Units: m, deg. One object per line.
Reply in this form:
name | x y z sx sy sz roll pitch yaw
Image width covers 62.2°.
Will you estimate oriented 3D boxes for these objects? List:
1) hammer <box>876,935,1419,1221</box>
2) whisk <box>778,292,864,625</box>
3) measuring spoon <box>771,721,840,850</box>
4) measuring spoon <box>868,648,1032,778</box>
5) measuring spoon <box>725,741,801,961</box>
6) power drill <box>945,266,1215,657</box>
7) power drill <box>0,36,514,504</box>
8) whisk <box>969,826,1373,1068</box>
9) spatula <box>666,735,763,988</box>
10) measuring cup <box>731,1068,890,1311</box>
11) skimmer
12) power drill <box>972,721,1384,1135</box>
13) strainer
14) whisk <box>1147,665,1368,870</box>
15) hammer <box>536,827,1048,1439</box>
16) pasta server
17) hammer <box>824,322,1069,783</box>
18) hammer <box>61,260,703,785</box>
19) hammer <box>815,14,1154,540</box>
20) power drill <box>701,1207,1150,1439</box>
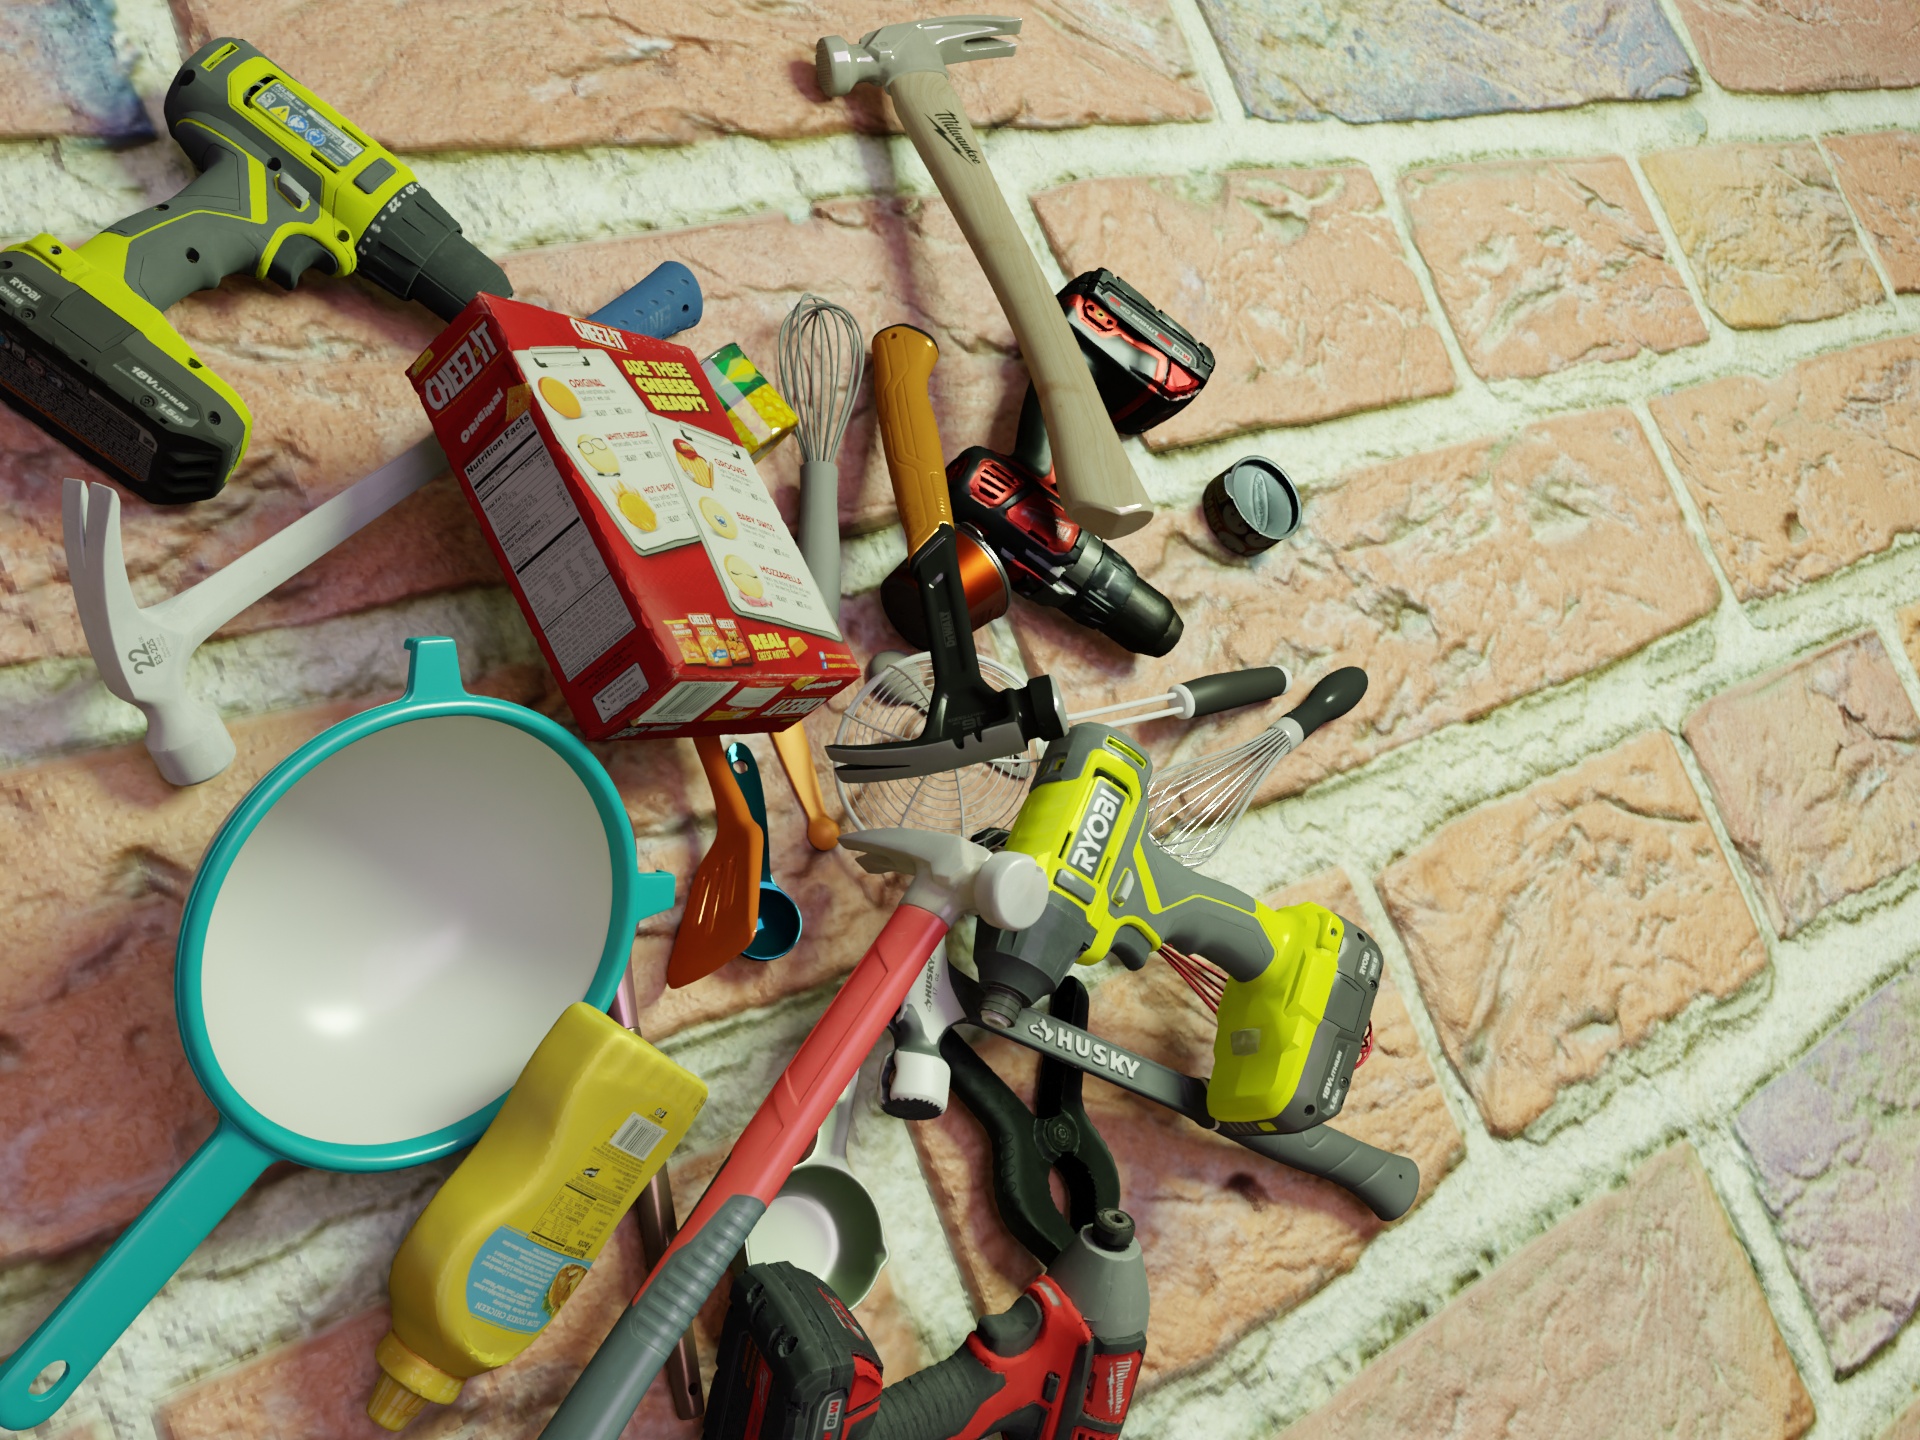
hammer | 0.126 0.211 0.921 0.408 0.036 0.149 28 50 -28
whisk | -0.085 -0.149 0.958 0.055 0.055 0.239 8 72 -29
measuring spoon | -0.092 0.018 0.905 0.021 0.011 0.117 -14 79 -35
measuring spoon | -0.002 -0.003 0.965 0.124 0.018 0.034 36 57 -16
measuring spoon | -0.116 0.073 0.870 0.042 0.021 0.129 -1 62 -21
power drill | 0.094 -0.165 1.054 0.187 0.080 0.227 34 60 -16
power drill | -0.354 -0.218 0.800 0.190 0.080 0.229 38 54 -13
whisk | 0.134 0.138 0.972 0.295 0.073 0.073 28 59 -12
spatula | -0.151 -0.019 0.862 0.041 0.081 0.323 4 63 -43
measuring cup | -0.075 0.223 0.820 0.083 0.038 0.168 20 60 -24
skimmer | 0.081 0.004 0.998 0.363 0.090 0.127 -11 79 -47
power drill | 0.114 0.128 0.868 0.223 0.080 0.171 34 61 -18
strainer | -0.292 0.132 0.687 0.340 0.095 0.210 -53 134 -21
whisk | 0.198 0.023 1.057 0.284 0.070 0.070 -32 90 -40
hammer | -0.107 0.211 0.753 0.038 0.143 0.386 51 62 -31
pasta server | -0.165 0.181 0.790 0.060 0.040 0.316 -6 79 -33
hammer | -0.027 -0.112 0.928 0.127 0.034 0.337 -14 52 6
hammer | -0.268 -0.143 0.814 0.406 0.035 0.144 -49 143 -40
hammer | 0.039 -0.296 1.022 0.146 0.038 0.411 -15 68 -16
power drill | -0.004 0.312 0.772 0.219 0.079 0.143 3 108 -32
